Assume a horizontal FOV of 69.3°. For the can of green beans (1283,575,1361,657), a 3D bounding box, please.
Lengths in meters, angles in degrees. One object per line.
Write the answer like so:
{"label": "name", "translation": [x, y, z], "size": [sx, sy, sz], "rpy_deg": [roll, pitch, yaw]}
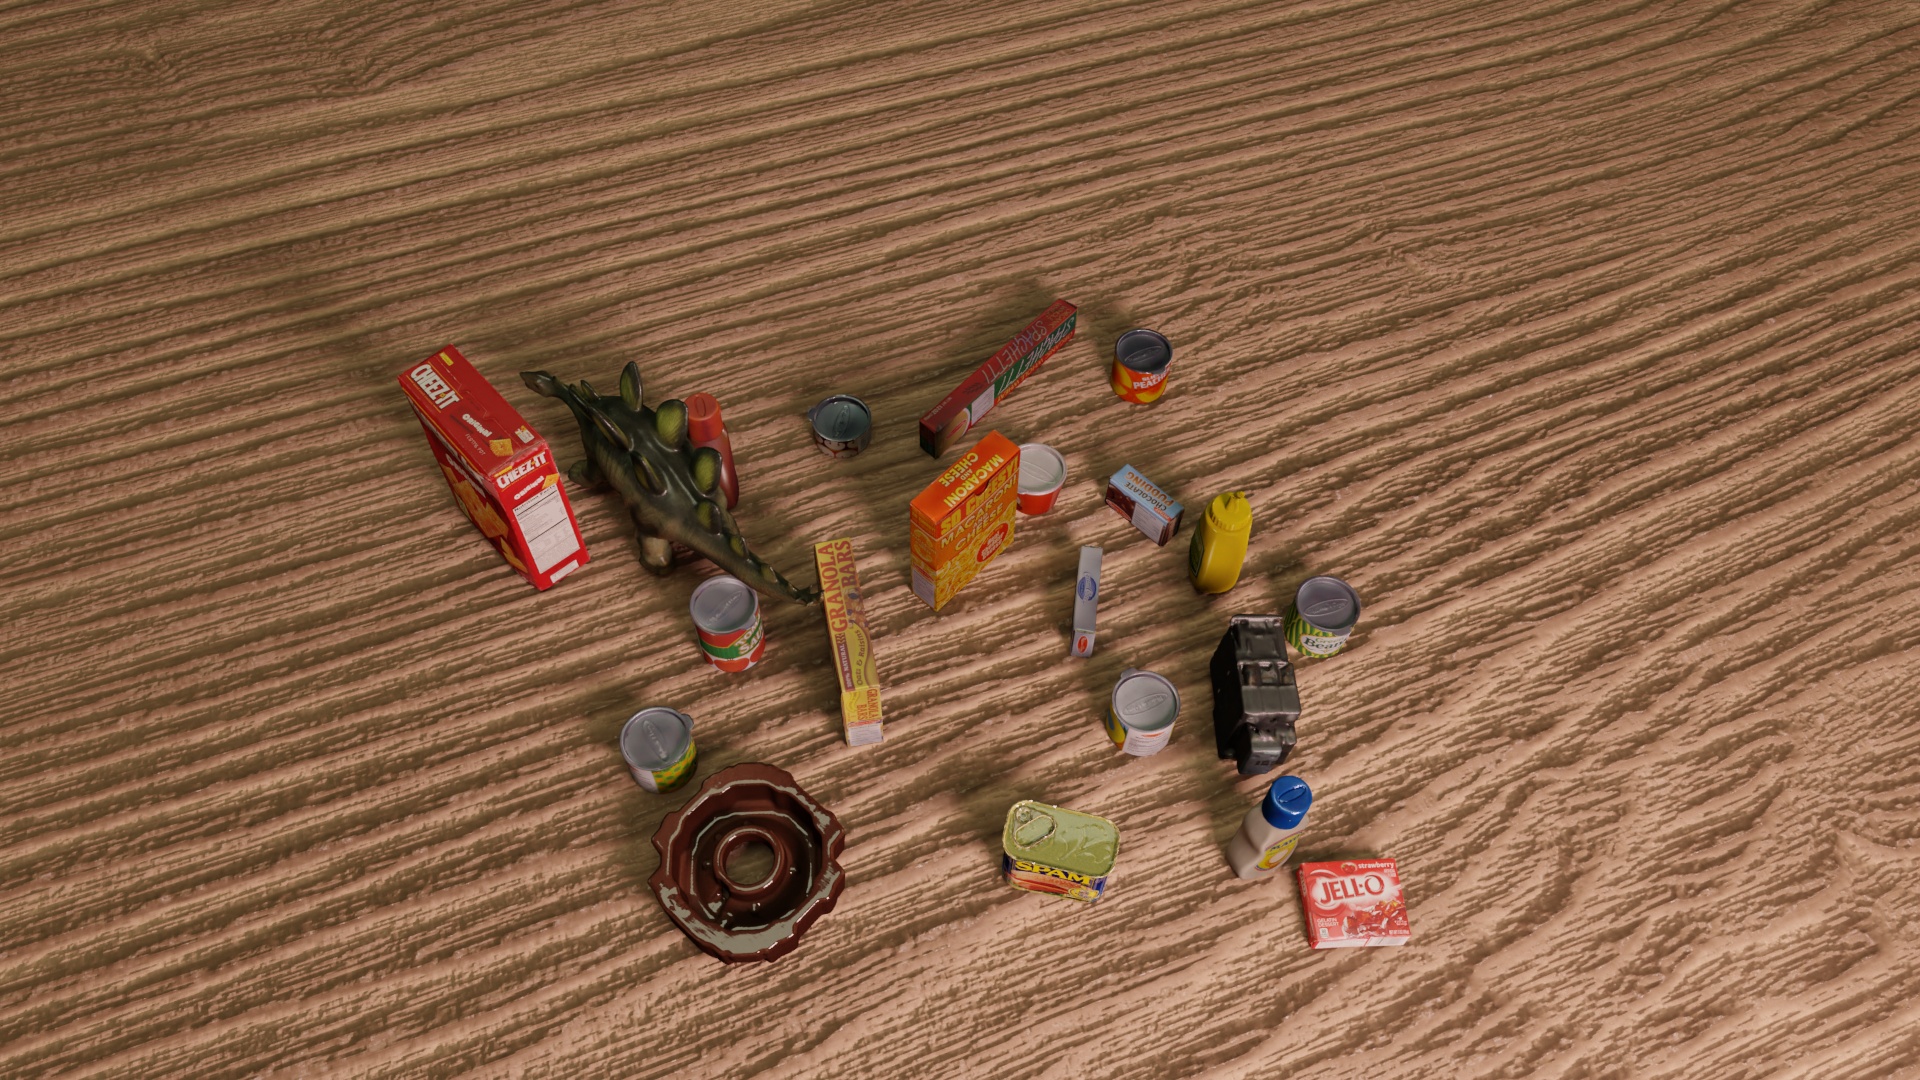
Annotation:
{"label": "can of green beans", "translation": [0.367, 0.078, 1.412], "size": [0.071, 0.057, 0.071], "rpy_deg": [1, 57, -1]}

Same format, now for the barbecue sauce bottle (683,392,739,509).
{"label": "barbecue sauce bottle", "translation": [-0.262, -0.096, 1.454], "size": [0.044, 0.147, 0.065], "rpy_deg": [-14, 59, -10]}

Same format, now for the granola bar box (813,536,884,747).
{"label": "granola bar box", "translation": [-0.109, 0.100, 1.345], "size": [0.039, 0.123, 0.166], "rpy_deg": [-10, 58, -8]}

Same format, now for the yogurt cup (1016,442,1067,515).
{"label": "yogurt cup", "translation": [0.079, -0.064, 1.499], "size": [0.072, 0.053, 0.073], "rpy_deg": [1, 57, -1]}

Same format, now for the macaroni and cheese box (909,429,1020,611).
{"label": "macaroni and cheese box", "translation": [0.005, -0.018, 1.400], "size": [0.040, 0.165, 0.124], "rpy_deg": [38, 64, 21]}

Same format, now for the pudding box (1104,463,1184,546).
{"label": "pudding box", "translation": [0.196, -0.038, 1.488], "size": [0.084, 0.049, 0.030], "rpy_deg": [40, 65, 22]}

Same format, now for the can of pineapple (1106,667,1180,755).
{"label": "can of pineapple", "translation": [0.176, 0.167, 1.349], "size": [0.071, 0.057, 0.071], "rpy_deg": [1, 57, -1]}

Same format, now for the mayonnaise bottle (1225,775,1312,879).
{"label": "mayonnaise bottle", "translation": [0.279, 0.255, 1.240], "size": [0.065, 0.147, 0.041], "rpy_deg": [-22, 60, -15]}

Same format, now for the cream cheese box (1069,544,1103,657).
{"label": "cream cheese box", "translation": [0.128, 0.062, 1.418], "size": [0.024, 0.053, 0.104], "rpy_deg": [7, 57, 3]}

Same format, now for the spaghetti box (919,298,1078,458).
{"label": "spaghetti box", "translation": [0.046, -0.187, 1.580], "size": [0.029, 0.050, 0.251], "rpy_deg": [37, 63, 20]}

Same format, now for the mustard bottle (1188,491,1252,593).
{"label": "mustard bottle", "translation": [0.264, -0.007, 1.404], "size": [0.049, 0.159, 0.065], "rpy_deg": [-2, 57, -2]}

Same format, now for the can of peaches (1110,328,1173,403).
{"label": "can of peaches", "translation": [0.207, -0.197, 1.587], "size": [0.071, 0.057, 0.071], "rpy_deg": [1, 57, -1]}

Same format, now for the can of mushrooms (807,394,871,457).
{"label": "can of mushrooms", "translation": [-0.134, -0.128, 1.546], "size": [0.071, 0.033, 0.071], "rpy_deg": [1, 57, -1]}

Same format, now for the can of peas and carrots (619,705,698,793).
{"label": "can of peas and carrots", "translation": [-0.283, 0.197, 1.316], "size": [0.071, 0.058, 0.071], "rpy_deg": [1, 57, -1]}

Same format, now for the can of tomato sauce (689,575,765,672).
{"label": "can of tomato sauce", "translation": [-0.228, 0.084, 1.376], "size": [0.071, 0.082, 0.071], "rpy_deg": [1, 57, -1]}
